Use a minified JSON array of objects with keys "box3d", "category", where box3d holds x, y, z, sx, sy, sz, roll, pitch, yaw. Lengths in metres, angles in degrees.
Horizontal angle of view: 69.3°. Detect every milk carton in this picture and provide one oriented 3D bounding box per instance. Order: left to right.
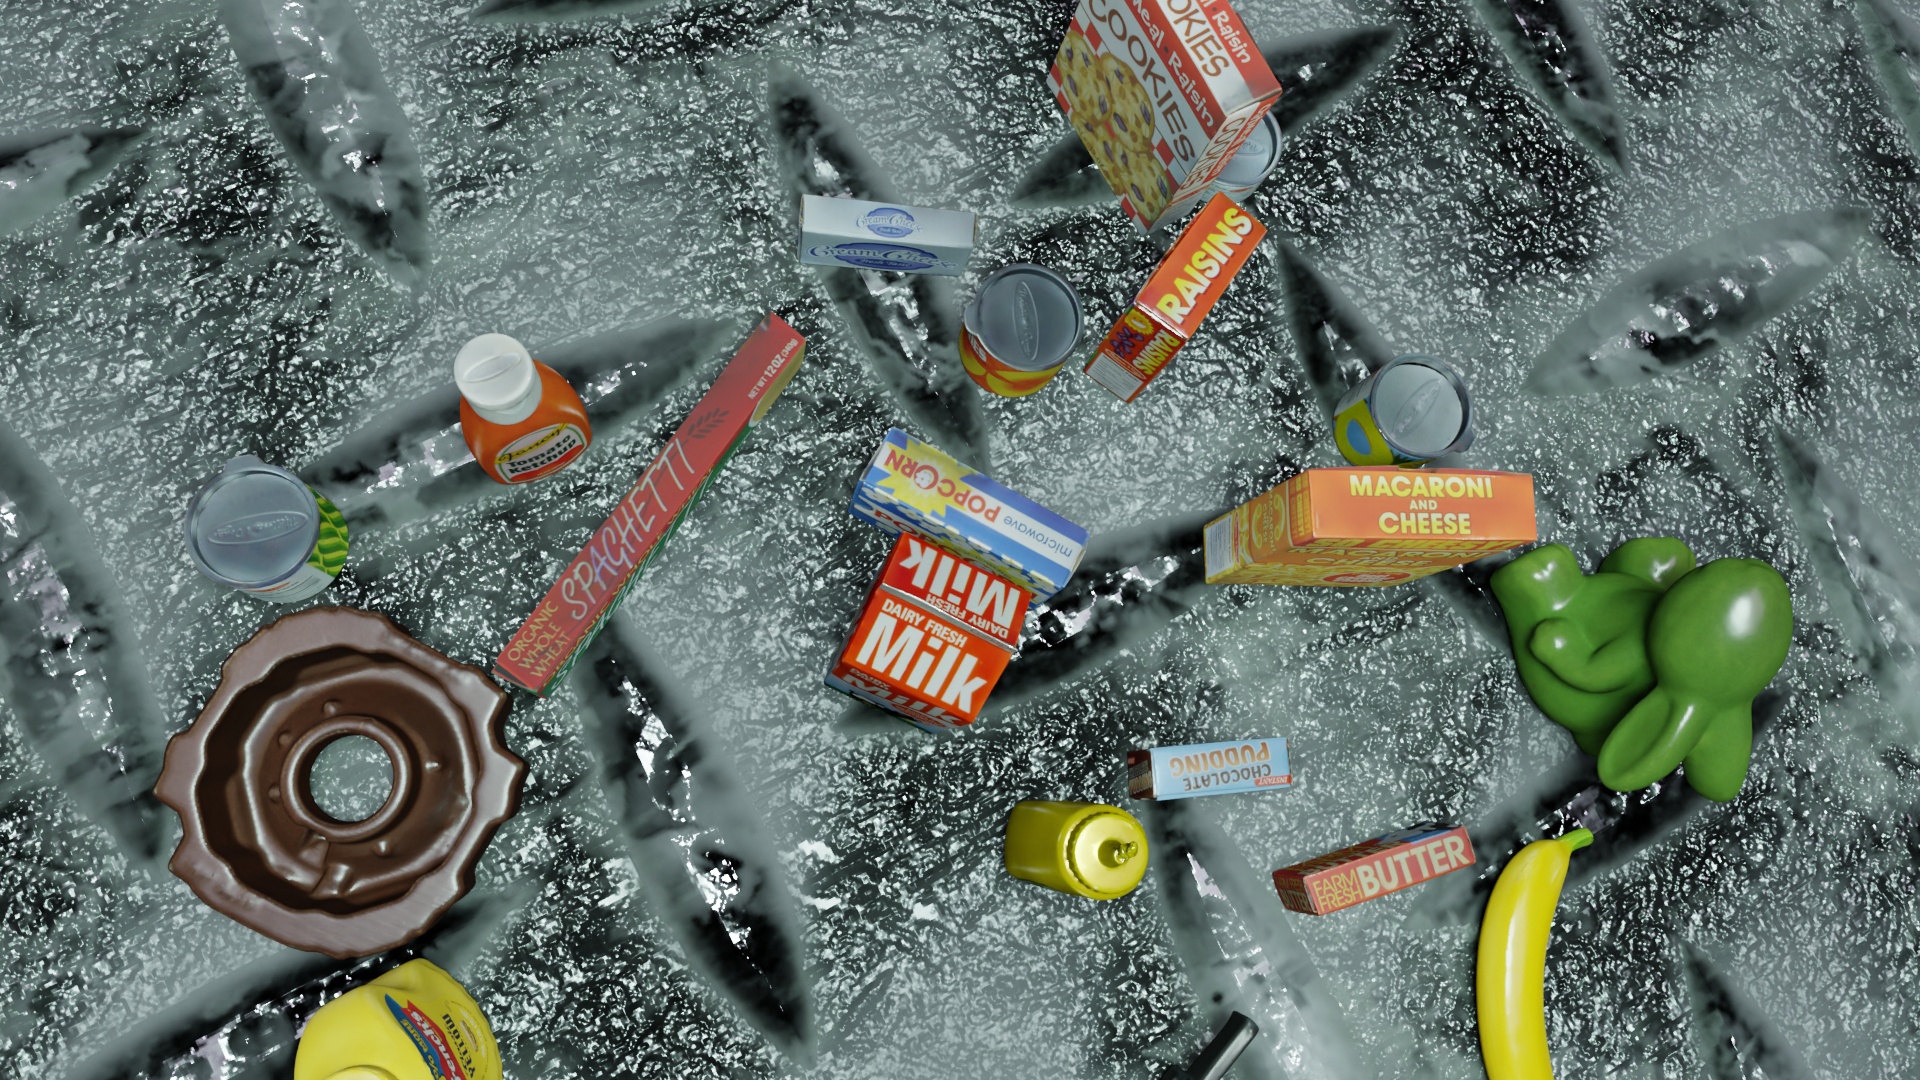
[{"box3d":[-0.019,0.050,0.719,0.072,0.190,0.073,26,77,-3],"category":"milk carton"}]

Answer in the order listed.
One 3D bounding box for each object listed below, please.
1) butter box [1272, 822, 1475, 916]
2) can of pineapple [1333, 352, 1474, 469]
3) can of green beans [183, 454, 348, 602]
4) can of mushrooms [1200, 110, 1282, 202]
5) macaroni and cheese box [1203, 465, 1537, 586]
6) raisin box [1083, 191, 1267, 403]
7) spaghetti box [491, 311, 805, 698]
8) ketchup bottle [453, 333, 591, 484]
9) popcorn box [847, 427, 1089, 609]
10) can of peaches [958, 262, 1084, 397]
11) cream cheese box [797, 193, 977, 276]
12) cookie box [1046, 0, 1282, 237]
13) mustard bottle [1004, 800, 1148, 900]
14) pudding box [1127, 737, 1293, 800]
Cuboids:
[{"box3d":[0.238,0.189,0.802,0.104,0.053,0.024,-15,82,-11],"category":"butter box"},{"box3d":[0.273,-0.074,0.857,0.071,0.057,0.071,2,79,-9],"category":"can of pineapple"},{"box3d":[-0.369,-0.003,0.742,0.071,0.057,0.071,2,79,-9],"category":"can of green beans"},{"box3d":[0.169,-0.253,0.888,0.071,0.033,0.071,2,79,-9],"category":"can of mushrooms"},{"box3d":[0.221,-0.005,0.779,0.124,0.166,0.040,1,80,-9],"category":"macaroni and cheese box"},{"box3d":[0.122,-0.139,0.812,0.040,0.123,0.086,37,76,-1],"category":"raisin box"},{"box3d":[-0.170,-0.020,0.781,0.029,0.050,0.251,35,76,-1],"category":"spaghetti box"},{"box3d":[-0.233,-0.069,0.730,0.065,0.148,0.043,-28,85,-13],"category":"ketchup bottle"},{"box3d":[0.003,-0.010,0.788,0.127,0.085,0.038,28,77,-3],"category":"popcorn box"},{"box3d":[0.033,-0.124,0.829,0.071,0.058,0.071,2,79,-9],"category":"can of peaches"},{"box3d":[-0.045,-0.181,0.830,0.104,0.053,0.024,4,79,-8],"category":"cream cheese box"},{"box3d":[0.114,-0.268,0.813,0.040,0.167,0.123,-29,85,-13],"category":"cookie box"},{"box3d":[0.064,0.161,0.726,0.065,0.160,0.049,9,78,-7],"category":"mustard bottle"},{"box3d":[0.143,0.132,0.800,0.084,0.049,0.030,-3,80,-9],"category":"pudding box"}]
